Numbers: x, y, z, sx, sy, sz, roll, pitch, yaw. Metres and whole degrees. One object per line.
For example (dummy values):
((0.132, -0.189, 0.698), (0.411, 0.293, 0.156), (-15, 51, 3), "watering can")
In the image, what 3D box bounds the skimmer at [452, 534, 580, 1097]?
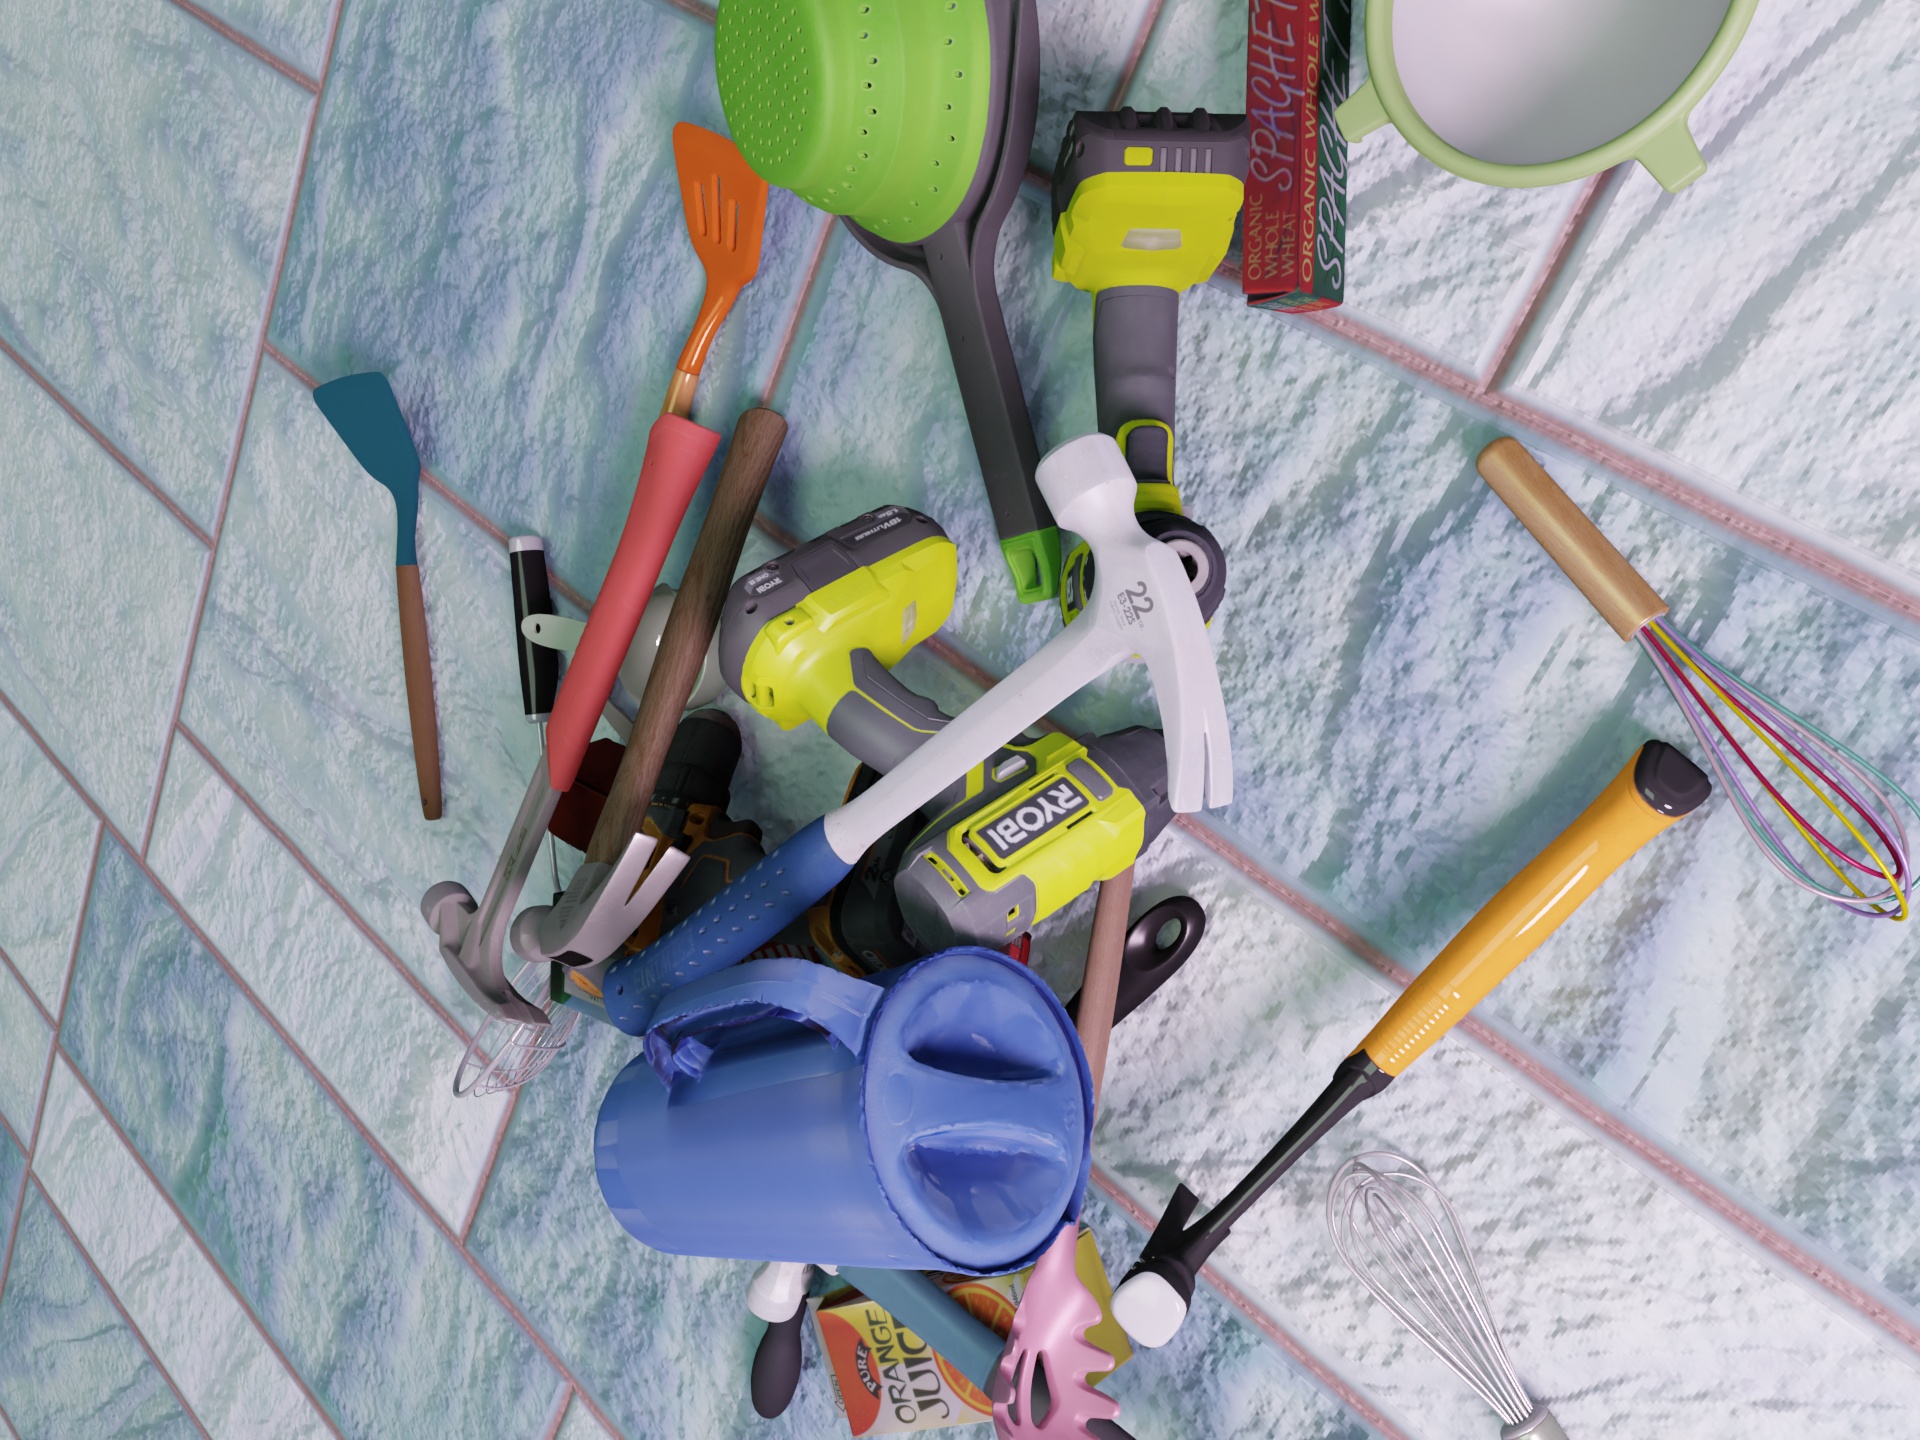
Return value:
((-0.302, 0.061, 1.048), (0.127, 0.090, 0.363), (174, 91, -68), "skimmer")

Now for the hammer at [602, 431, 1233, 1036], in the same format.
((-0.045, 0.052, 0.694), (0.405, 0.035, 0.144), (-39, 66, 39), "hammer")

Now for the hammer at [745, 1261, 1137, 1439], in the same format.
((0.029, 0.326, 0.774), (0.331, 0.033, 0.128), (29, 109, 31), "hammer")

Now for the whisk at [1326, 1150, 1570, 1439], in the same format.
((0.244, 0.302, 0.702), (0.246, 0.059, 0.057), (57, 160, 13), "whisk")

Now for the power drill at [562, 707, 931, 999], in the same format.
((-0.101, 0.066, 0.883), (0.226, 0.084, 0.185), (-6, 51, 30), "power drill")

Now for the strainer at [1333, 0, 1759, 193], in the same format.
((0.253, -0.331, 0.610), (0.152, 0.069, 0.256), (24, 108, 35), "strainer")

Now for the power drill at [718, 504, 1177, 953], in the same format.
((-0.001, -0.003, 0.787), (0.223, 0.171, 0.080), (45, 151, 28), "power drill")

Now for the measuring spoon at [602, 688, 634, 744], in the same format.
((-0.207, 0.006, 1.022), (0.124, 0.018, 0.034), (46, 133, 16), "measuring spoon")

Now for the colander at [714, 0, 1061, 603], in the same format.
((-0.036, -0.244, 0.788), (0.204, 0.094, 0.397), (-7, 99, 59), "colander")

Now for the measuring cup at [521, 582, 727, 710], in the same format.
((-0.208, -0.050, 0.997), (0.168, 0.038, 0.083), (11, 100, 34), "measuring cup")

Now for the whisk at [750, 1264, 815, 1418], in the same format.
((-0.093, 0.302, 0.945), (0.070, 0.070, 0.284), (25, 114, 32), "whisk")

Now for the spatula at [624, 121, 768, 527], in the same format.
((-0.179, -0.190, 0.962), (0.081, 0.041, 0.322), (34, 115, 28), "spatula")

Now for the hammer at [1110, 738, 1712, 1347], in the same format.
((0.194, 0.138, 0.698), (0.034, 0.127, 0.337), (43, 108, 12), "hammer")

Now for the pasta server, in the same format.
((0.060, 0.191, 0.753), (0.040, 0.060, 0.316), (-19, 55, 57), "pasta server")

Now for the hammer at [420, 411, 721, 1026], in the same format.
((-0.220, -0.006, 0.936), (0.149, 0.036, 0.359), (31, 99, 47), "hammer")

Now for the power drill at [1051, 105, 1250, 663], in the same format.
((0.082, -0.140, 0.694), (0.080, 0.190, 0.228), (1, 91, -1), "power drill")

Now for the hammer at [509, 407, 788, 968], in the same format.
((-0.155, -0.026, 0.867), (0.130, 0.031, 0.331), (-12, 56, 53), "hammer")

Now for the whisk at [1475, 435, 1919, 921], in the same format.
((0.290, -0.023, 0.633), (0.051, 0.047, 0.245), (-47, 65, 31), "whisk")

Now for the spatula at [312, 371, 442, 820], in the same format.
((-0.403, -0.084, 1.137), (0.082, 0.044, 0.317), (-4, 94, 33), "spatula")

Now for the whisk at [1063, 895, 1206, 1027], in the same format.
((0.029, 0.195, 0.842), (0.073, 0.073, 0.295), (49, 114, 22), "whisk")
